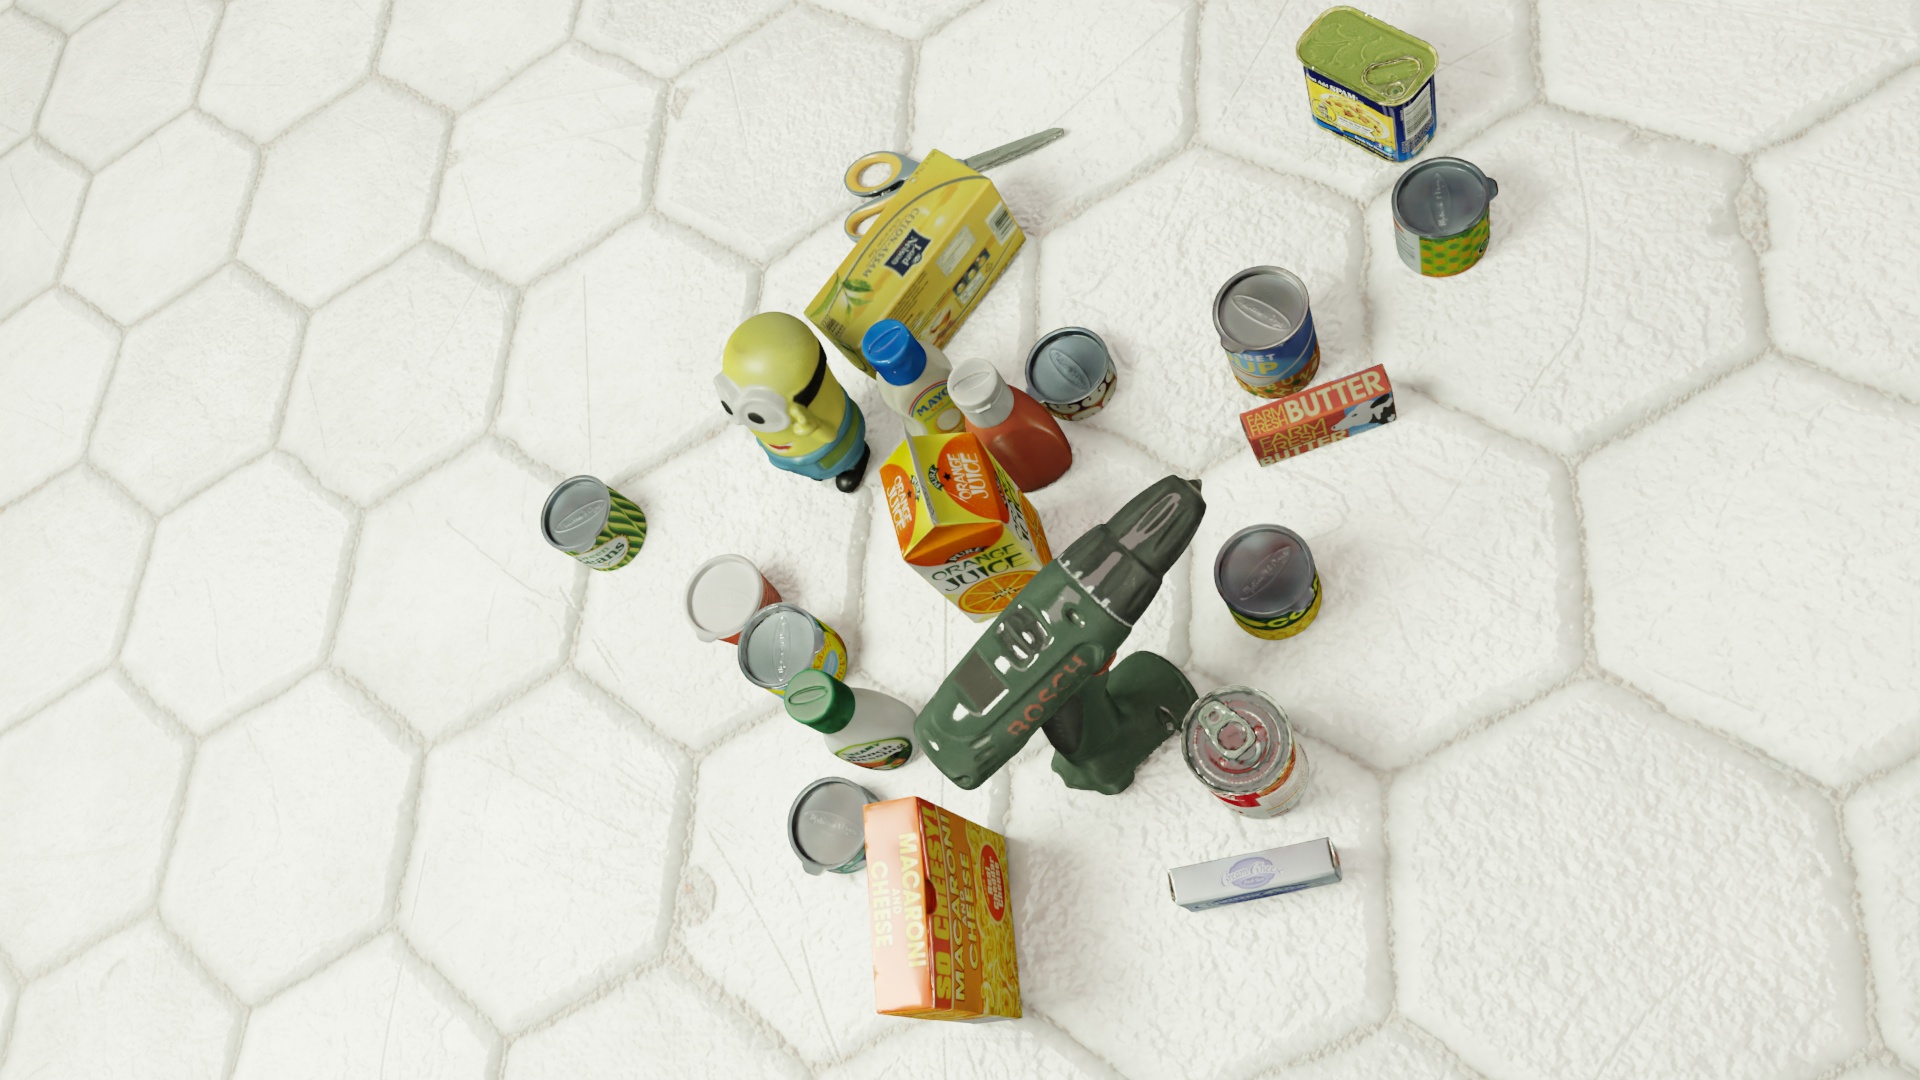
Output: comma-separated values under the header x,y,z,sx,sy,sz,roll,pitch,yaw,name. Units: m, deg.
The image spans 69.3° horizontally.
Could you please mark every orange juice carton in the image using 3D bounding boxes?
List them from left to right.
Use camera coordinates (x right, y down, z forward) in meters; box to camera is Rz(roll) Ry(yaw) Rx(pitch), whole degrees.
x,y,z,sx,sy,sz,roll,pitch,yaw,name
0.003,-0.012,0.958,0.073,0.192,0.072,-22,64,12,orange juice carton

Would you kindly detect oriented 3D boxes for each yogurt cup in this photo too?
x,y,z,sx,sy,sz,roll,pitch,yaw,name
-0.173,0.050,1.078,0.072,0.054,0.072,-7,68,18,yogurt cup

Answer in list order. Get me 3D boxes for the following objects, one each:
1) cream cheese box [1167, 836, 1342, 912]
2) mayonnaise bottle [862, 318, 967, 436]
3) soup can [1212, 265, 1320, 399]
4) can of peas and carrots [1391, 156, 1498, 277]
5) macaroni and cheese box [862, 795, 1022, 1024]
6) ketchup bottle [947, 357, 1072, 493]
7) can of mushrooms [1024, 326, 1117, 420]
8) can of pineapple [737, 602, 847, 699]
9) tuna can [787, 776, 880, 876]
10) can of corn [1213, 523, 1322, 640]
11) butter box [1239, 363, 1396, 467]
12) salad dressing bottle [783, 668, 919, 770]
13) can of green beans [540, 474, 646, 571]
x,y,z,sx,sy,sz,roll,pitch,yaw,name
0.188,0.213,0.881,0.104,0.053,0.024,-16,66,14,cream cheese box
-0.029,-0.115,1.036,0.065,0.147,0.041,-39,62,3,mayonnaise bottle
0.218,-0.145,0.992,0.071,0.083,0.071,-7,68,18,soup can
0.346,-0.231,0.993,0.071,0.058,0.071,-7,68,18,can of peas and carrots
-0.008,0.237,0.880,0.040,0.166,0.124,-13,66,16,macaroni and cheese box
0.033,-0.082,1.000,0.064,0.148,0.044,-24,64,11,ketchup bottle
0.083,-0.126,1.063,0.071,0.033,0.071,-7,68,18,can of mushrooms
-0.124,0.087,1.043,0.071,0.057,0.071,-7,68,18,can of pineapple
-0.089,0.207,0.997,0.071,0.032,0.071,-7,68,18,tuna can
0.211,0.031,0.941,0.071,0.058,0.071,-7,68,18,can of corn
0.251,-0.087,0.975,0.103,0.053,0.024,-19,65,13,butter box
-0.075,0.124,0.960,0.064,0.147,0.044,-16,65,14,salad dressing bottle
-0.303,-0.013,1.149,0.071,0.057,0.071,-7,68,18,can of green beans
